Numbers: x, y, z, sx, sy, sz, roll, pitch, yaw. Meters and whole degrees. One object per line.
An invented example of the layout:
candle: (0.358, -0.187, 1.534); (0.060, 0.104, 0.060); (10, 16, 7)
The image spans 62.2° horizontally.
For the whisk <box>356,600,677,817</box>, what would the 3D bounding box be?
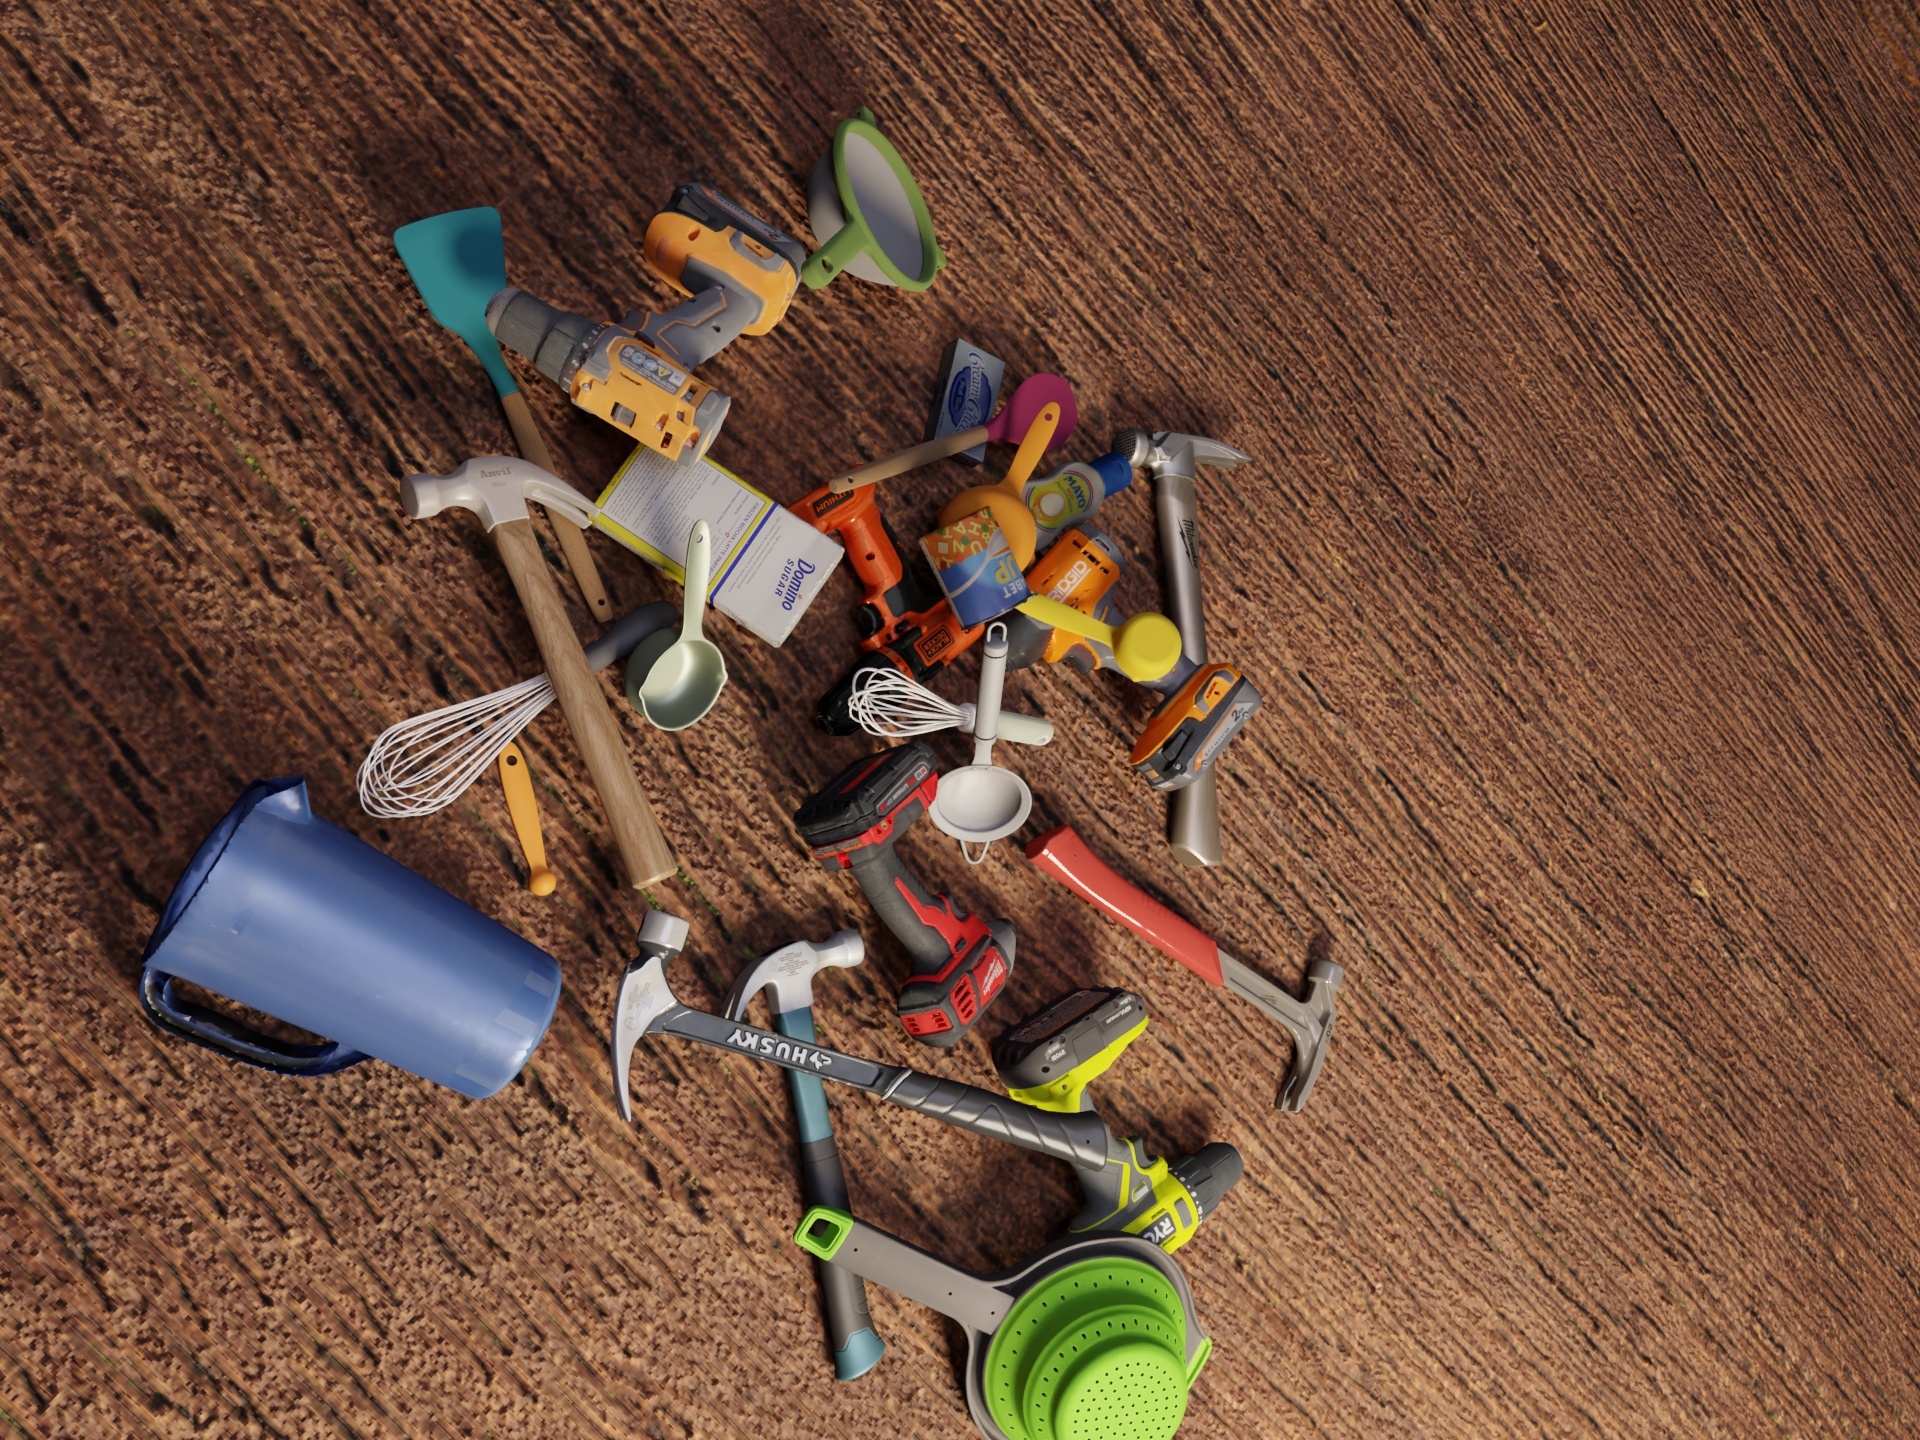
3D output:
whisk: (-0.315, -0.015, 1.161); (0.284, 0.070, 0.070); (-38, 100, -35)

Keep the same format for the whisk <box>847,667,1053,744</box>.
whisk: (-0.002, -0.004, 1.311); (0.246, 0.058, 0.059); (11, 56, -49)

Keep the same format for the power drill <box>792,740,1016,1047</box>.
power drill: (-0.030, 0.136, 1.277); (0.143, 0.078, 0.219); (-41, 108, -50)

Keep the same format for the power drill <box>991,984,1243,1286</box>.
power drill: (0.137, 0.344, 1.343); (0.190, 0.080, 0.228); (-26, 97, -30)

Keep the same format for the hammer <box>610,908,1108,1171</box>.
hammer: (-0.068, 0.274, 1.201); (0.408, 0.036, 0.149); (21, 73, -17)

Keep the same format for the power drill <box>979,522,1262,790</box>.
power drill: (0.133, -0.042, 1.394); (0.226, 0.084, 0.164); (43, 74, -2)

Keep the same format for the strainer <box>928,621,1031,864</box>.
strainer: (0.020, 0.016, 1.276); (0.087, 0.258, 0.050); (2, 46, -4)

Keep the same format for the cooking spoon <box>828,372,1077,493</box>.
cooking spoon: (0.002, -0.241, 1.367); (0.319, 0.017, 0.068); (-28, 108, -43)

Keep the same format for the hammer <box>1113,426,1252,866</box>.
hammer: (0.223, -0.069, 1.495); (0.146, 0.038, 0.411); (3, 80, -31)

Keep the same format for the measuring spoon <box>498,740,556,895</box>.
measuring spoon: (-0.317, 0.071, 1.165); (0.021, 0.011, 0.117); (-14, 88, -32)

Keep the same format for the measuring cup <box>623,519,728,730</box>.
measuring cup: (-0.213, -0.075, 1.194); (0.083, 0.038, 0.167); (-13, 122, -45)

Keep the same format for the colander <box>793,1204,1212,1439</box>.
colander: (0.047, 0.472, 1.209); (0.396, 0.095, 0.204); (33, 90, -24)

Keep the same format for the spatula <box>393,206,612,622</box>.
spatula: (-0.328, -0.223, 1.196); (0.082, 0.044, 0.317); (-25, 95, -29)

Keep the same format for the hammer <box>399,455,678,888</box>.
hammer: (-0.279, -0.037, 1.142); (0.130, 0.031, 0.331); (-20, 85, -39)

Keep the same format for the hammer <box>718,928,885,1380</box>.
hammer: (-0.107, 0.336, 1.226); (0.128, 0.033, 0.331); (-9, 85, -32)

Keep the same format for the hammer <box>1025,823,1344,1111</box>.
hammer: (0.199, 0.209, 1.428); (0.358, 0.037, 0.149); (34, 65, -21)

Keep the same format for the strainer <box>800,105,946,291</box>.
strainer: (-0.099, -0.397, 1.311); (0.151, 0.069, 0.256); (60, 30, -23)

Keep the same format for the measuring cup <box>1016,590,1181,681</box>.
measuring cup: (0.114, -0.082, 1.343); (0.156, 0.029, 0.062); (21, 75, -6)

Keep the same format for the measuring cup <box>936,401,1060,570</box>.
measuring cup: (0.041, -0.195, 1.355); (0.095, 0.052, 0.173); (28, 97, -2)

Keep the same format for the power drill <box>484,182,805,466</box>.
power drill: (-0.236, -0.315, 1.216); (0.185, 0.084, 0.226); (29, 53, -8)
